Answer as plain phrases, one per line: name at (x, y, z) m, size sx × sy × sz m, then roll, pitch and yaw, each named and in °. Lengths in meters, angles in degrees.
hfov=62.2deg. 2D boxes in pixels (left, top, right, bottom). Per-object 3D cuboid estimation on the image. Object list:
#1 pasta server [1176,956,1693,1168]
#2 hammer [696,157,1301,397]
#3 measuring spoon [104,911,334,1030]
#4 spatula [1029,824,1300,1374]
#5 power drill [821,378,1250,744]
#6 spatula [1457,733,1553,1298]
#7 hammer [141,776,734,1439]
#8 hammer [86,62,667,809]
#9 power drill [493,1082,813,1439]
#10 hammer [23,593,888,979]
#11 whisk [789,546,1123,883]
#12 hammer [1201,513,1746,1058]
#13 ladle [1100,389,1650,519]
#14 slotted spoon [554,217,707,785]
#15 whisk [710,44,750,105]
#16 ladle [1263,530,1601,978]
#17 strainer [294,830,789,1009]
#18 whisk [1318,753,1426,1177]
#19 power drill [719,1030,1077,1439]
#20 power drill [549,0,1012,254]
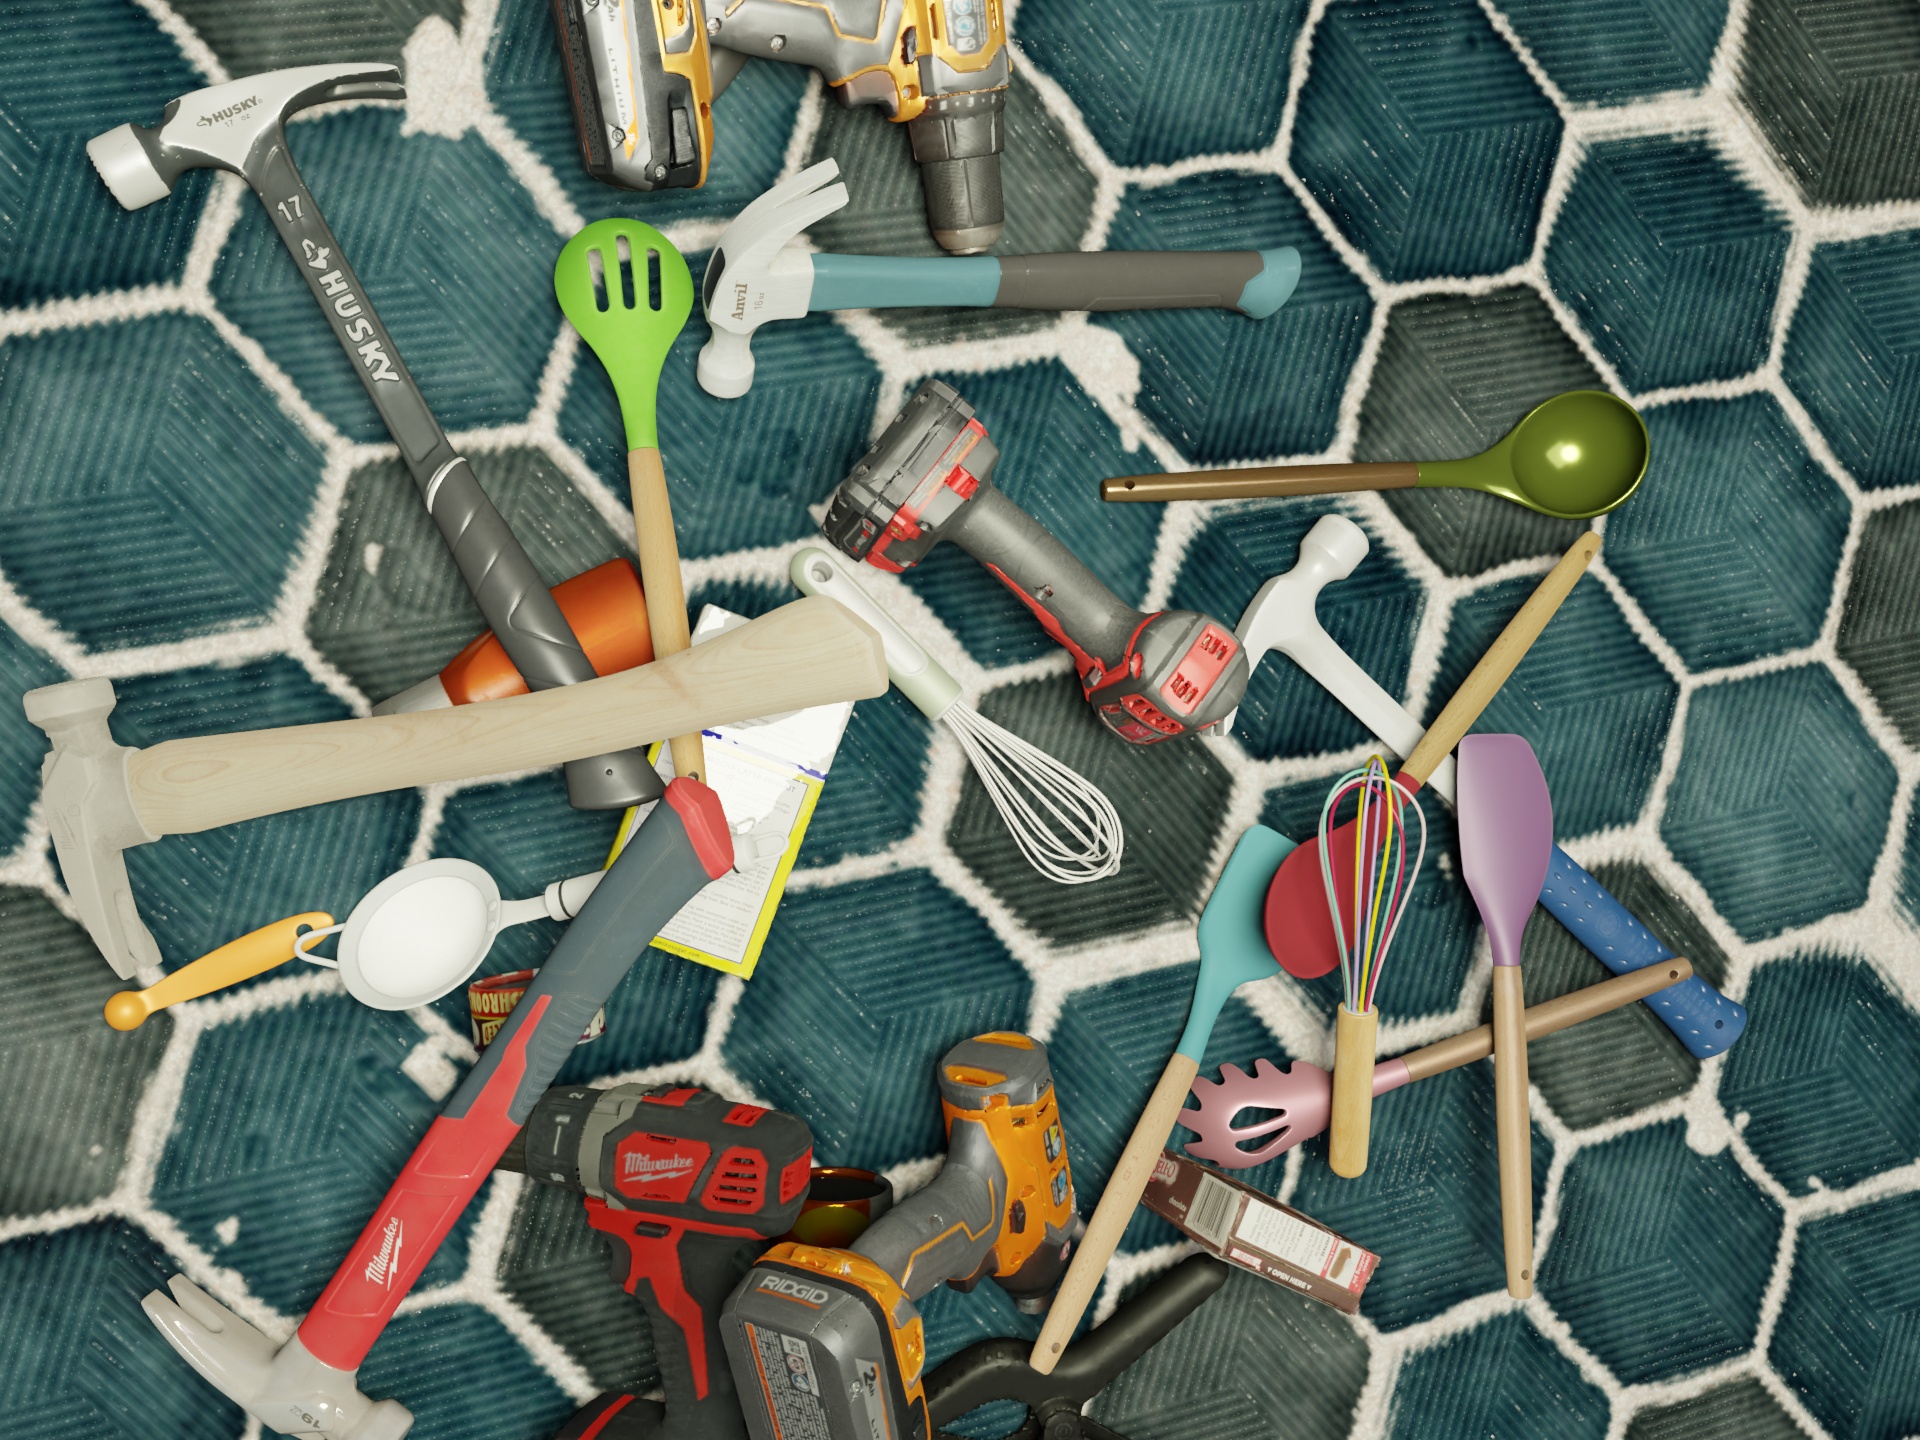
pasta server at (0.279, 0.192, 0.924) m, size 0.316 × 0.040 × 0.060 m, roll -18°, pitch 96°, yaw -8°
hammer at (0.029, -0.232, 0.845) m, size 0.331 × 0.128 × 0.033 m, roll -6°, pitch 55°, yaw -20°
measuring spoon at (-0.372, 0.125, 0.799) m, size 0.117 × 0.011 × 0.021 m, roll -24°, pitch 97°, yaw -11°
spatula at (0.118, 0.210, 0.879) m, size 0.082 × 0.044 × 0.317 m, roll 35°, pitch 71°, yaw -15°
power drill at (0.039, -0.068, 0.828) m, size 0.219 × 0.143 × 0.078 m, roll 38°, pitch 79°, yaw -5°
spatula at (0.313, 0.165, 0.903) m, size 0.059 × 0.018 × 0.316 m, roll 1°, pitch 85°, yaw -11°
hammer at (-0.239, 0.179, 0.756) m, size 0.143 × 0.038 × 0.386 m, roll 35°, pitch 100°, yaw 2°
hammer at (-0.257, -0.135, 0.779) m, size 0.149 × 0.036 × 0.409 m, roll -30°, pitch 90°, yaw -11°
power drill at (-0.174, 0.293, 0.803) m, size 0.188 × 0.080 × 0.226 m, roll 5°, pitch 93°, yaw 13°
hammer at (-0.234, 0.019, 0.746) m, size 0.410 × 0.038 × 0.146 m, roll -10°, pitch 98°, yaw 8°
whisk at (-0.001, -0.003, 0.863) m, size 0.246 × 0.059 × 0.058 m, roll 45°, pitch 70°, yaw -6°
hammer at (0.314, 0.066, 0.941) m, size 0.405 × 0.035 × 0.144 m, roll 42°, pitch 83°, yaw -11°
ladle at (0.239, -0.144, 0.908) m, size 0.320 × 0.062 × 0.078 m, roll -4°, pitch 75°, yaw -10°
slotted spoon at (-0.154, -0.111, 0.802) m, size 0.070 × 0.031 × 0.314 m, roll -7°, pitch 83°, yaw -16°
whisk at (-0.084, -0.410, 0.832) m, size 0.055 × 0.055 × 0.239 m, roll 35°, pitch 88°, yaw -12°
ladle at (0.269, 0.013, 0.897) m, size 0.069 × 0.031 × 0.315 m, roll 44°, pitch 80°, yaw -22°
strainer at (-0.204, 0.094, 0.788) m, size 0.258 × 0.050 × 0.087 m, roll -15°, pitch 51°, yaw 11°
whisk at (0.214, 0.136, 0.854) m, size 0.051 × 0.047 × 0.245 m, roll -10°, pitch 108°, yaw -29°
power drill at (-0.012, 0.283, 0.800) m, size 0.226 × 0.084 × 0.164 m, roll -37°, pitch 122°, yaw -51°
power drill at (-0.077, -0.318, 0.802) m, size 0.226 × 0.084 × 0.185 m, roll -17°, pitch 114°, yaw -20°
